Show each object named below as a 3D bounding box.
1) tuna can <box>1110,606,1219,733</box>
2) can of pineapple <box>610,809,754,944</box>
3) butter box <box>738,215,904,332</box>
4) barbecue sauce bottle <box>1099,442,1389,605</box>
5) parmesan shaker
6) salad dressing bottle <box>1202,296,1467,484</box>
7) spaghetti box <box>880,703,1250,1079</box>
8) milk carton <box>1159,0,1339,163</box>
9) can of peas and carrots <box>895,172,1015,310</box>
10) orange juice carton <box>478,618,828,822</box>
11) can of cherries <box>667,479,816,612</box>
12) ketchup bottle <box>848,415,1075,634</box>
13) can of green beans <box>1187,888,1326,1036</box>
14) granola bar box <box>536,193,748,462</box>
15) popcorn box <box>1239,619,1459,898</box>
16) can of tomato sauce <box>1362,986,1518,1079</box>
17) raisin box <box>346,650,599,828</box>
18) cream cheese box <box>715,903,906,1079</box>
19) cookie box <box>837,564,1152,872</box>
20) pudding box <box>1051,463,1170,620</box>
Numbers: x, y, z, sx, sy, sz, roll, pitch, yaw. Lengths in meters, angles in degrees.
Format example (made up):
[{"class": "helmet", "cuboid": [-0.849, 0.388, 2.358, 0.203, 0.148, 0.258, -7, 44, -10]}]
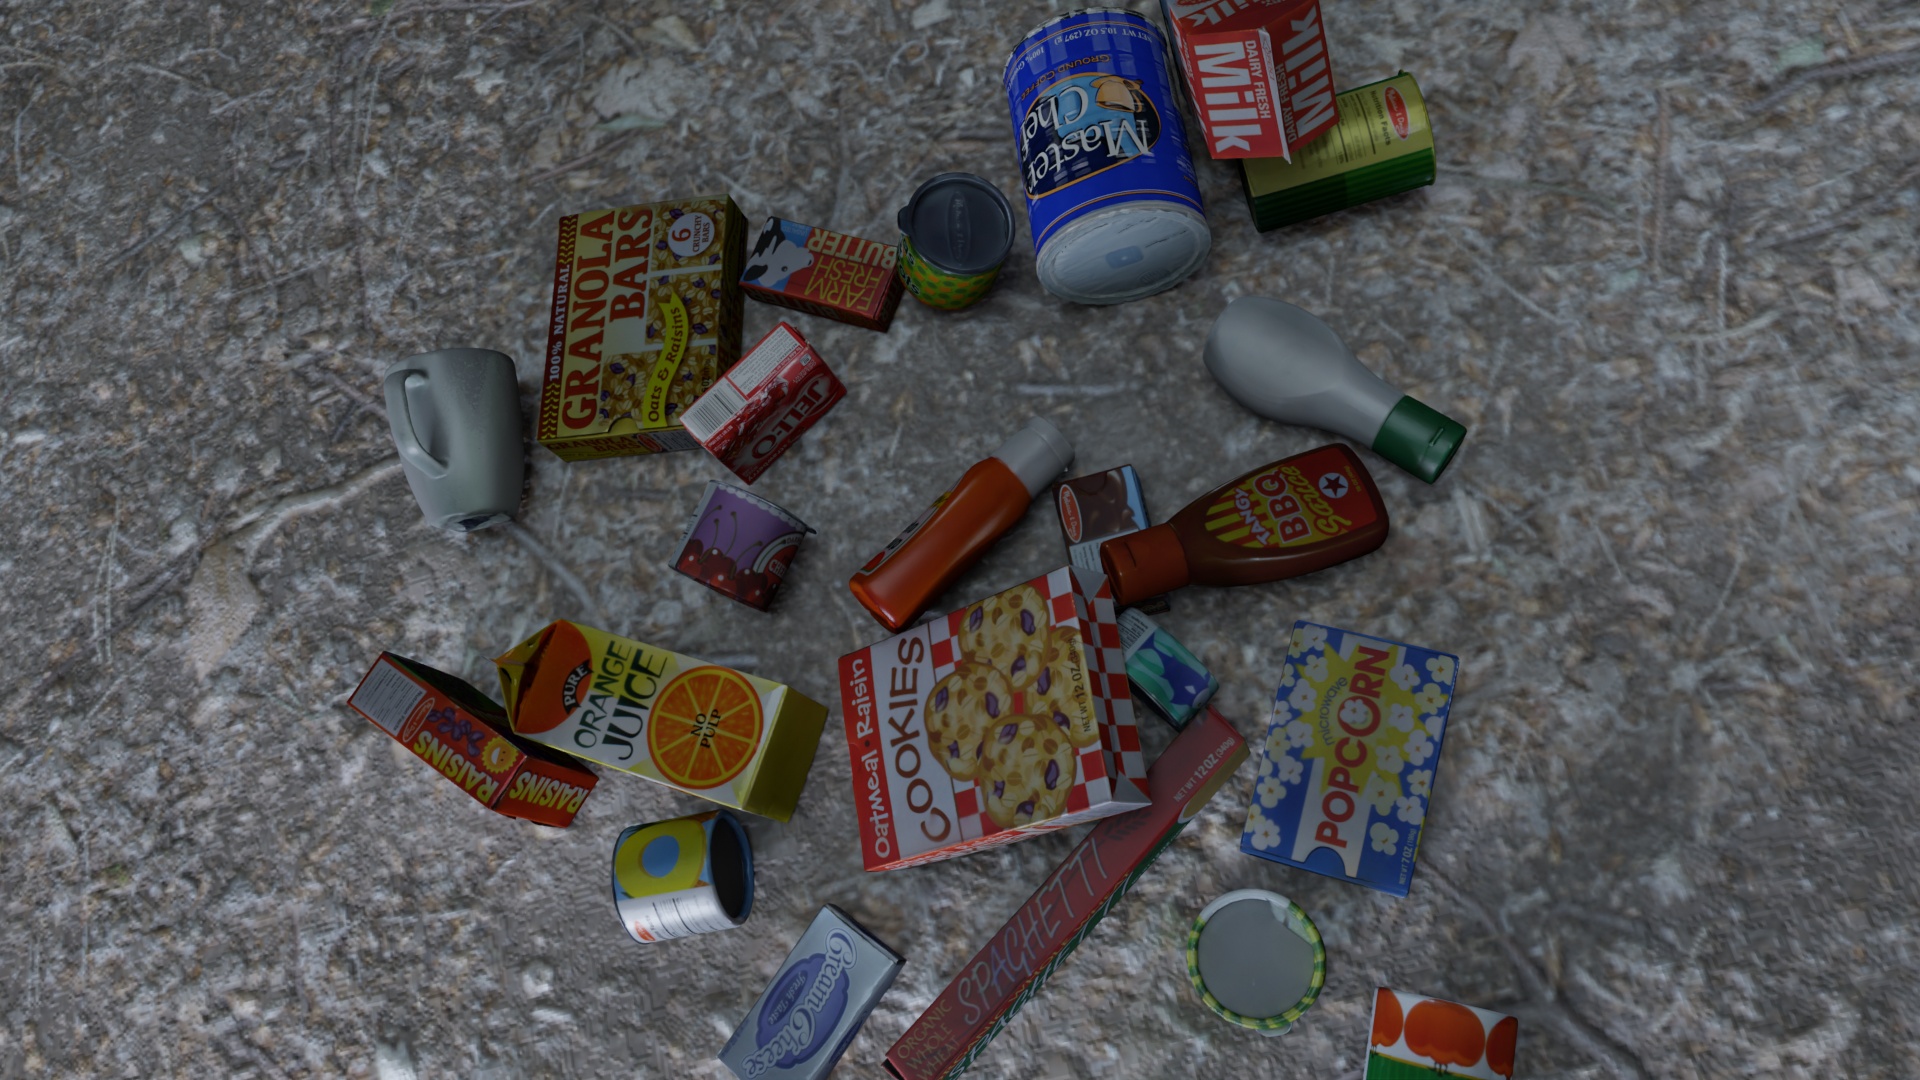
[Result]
[{"class": "tuna can", "cuboid": [0.106, 0.070, 0.746, 0.071, 0.071, 0.033, 42, 86, 22]}, {"class": "can of pineapple", "cuboid": [-0.154, 0.186, 0.777, 0.058, 0.071, 0.071, -13, 70, 11]}, {"class": "butter box", "cuboid": [-0.087, -0.172, 0.896, 0.103, 0.024, 0.053, 17, 77, 19]}, {"class": "barbecue sauce bottle", "cuboid": [0.150, -0.003, 0.750, 0.149, 0.043, 0.065, -17, 61, -7]}, {"class": "parmesan shaker", "cuboid": [0.216, -0.227, 0.812, 0.103, 0.071, 0.071, -14, 70, 11]}, {"class": "salad dressing bottle", "cuboid": [0.209, -0.084, 0.780, 0.148, 0.044, 0.064, 35, 82, 21]}, {"class": "spaghetti box", "cuboid": [0.058, 0.190, 0.727, 0.029, 0.050, 0.250, 42, 87, 23]}, {"class": "milk carton", "cuboid": [0.162, -0.274, 0.784, 0.073, 0.072, 0.191, -15, 32, 10]}, {"class": "can of peas and carrots", "cuboid": [-0.007, -0.181, 0.848, 0.071, 0.058, 0.071, 2, 76, -9]}, {"class": "orange juice carton", "cuboid": [-0.184, 0.100, 0.809, 0.193, 0.071, 0.073, 14, 76, 18]}, {"class": "can of cherries", "cuboid": [-0.130, 0.005, 0.828, 0.071, 0.071, 0.058, 22, 80, 20]}, {"class": "ketchup bottle", "cuboid": [0.003, -0.010, 0.803, 0.149, 0.064, 0.043, -43, 92, -11]}, {"class": "can of green beans", "cuboid": [0.149, 0.208, 0.693, 0.071, 0.057, 0.071, -4, 72, 14]}, {"class": "granola bar box", "cuboid": [-0.207, -0.140, 0.910, 0.124, 0.039, 0.166, -5, 71, 14]}, {"class": "popcorn box", "cuboid": [0.202, 0.112, 0.721, 0.085, 0.038, 0.127, 13, 76, 17]}, {"class": "can of tomato sauce", "cuboid": [0.224, 0.259, 0.651, 0.071, 0.071, 0.083, 8, 75, 17]}, {"class": "raisin box", "cuboid": [-0.287, 0.119, 0.822, 0.123, 0.086, 0.040, 29, 81, 21]}, {"class": "cream cheese box", "cuboid": [-0.081, 0.256, 0.757, 0.053, 0.024, 0.104, 33, 83, 21]}, {"class": "cookie box", "cuboid": [0.011, 0.099, 0.740, 0.167, 0.040, 0.123, -24, 65, 34]}, {"class": "pudding box", "cuboid": [0.086, 0.003, 0.791, 0.049, 0.030, 0.084, -16, 69, 11]}]
